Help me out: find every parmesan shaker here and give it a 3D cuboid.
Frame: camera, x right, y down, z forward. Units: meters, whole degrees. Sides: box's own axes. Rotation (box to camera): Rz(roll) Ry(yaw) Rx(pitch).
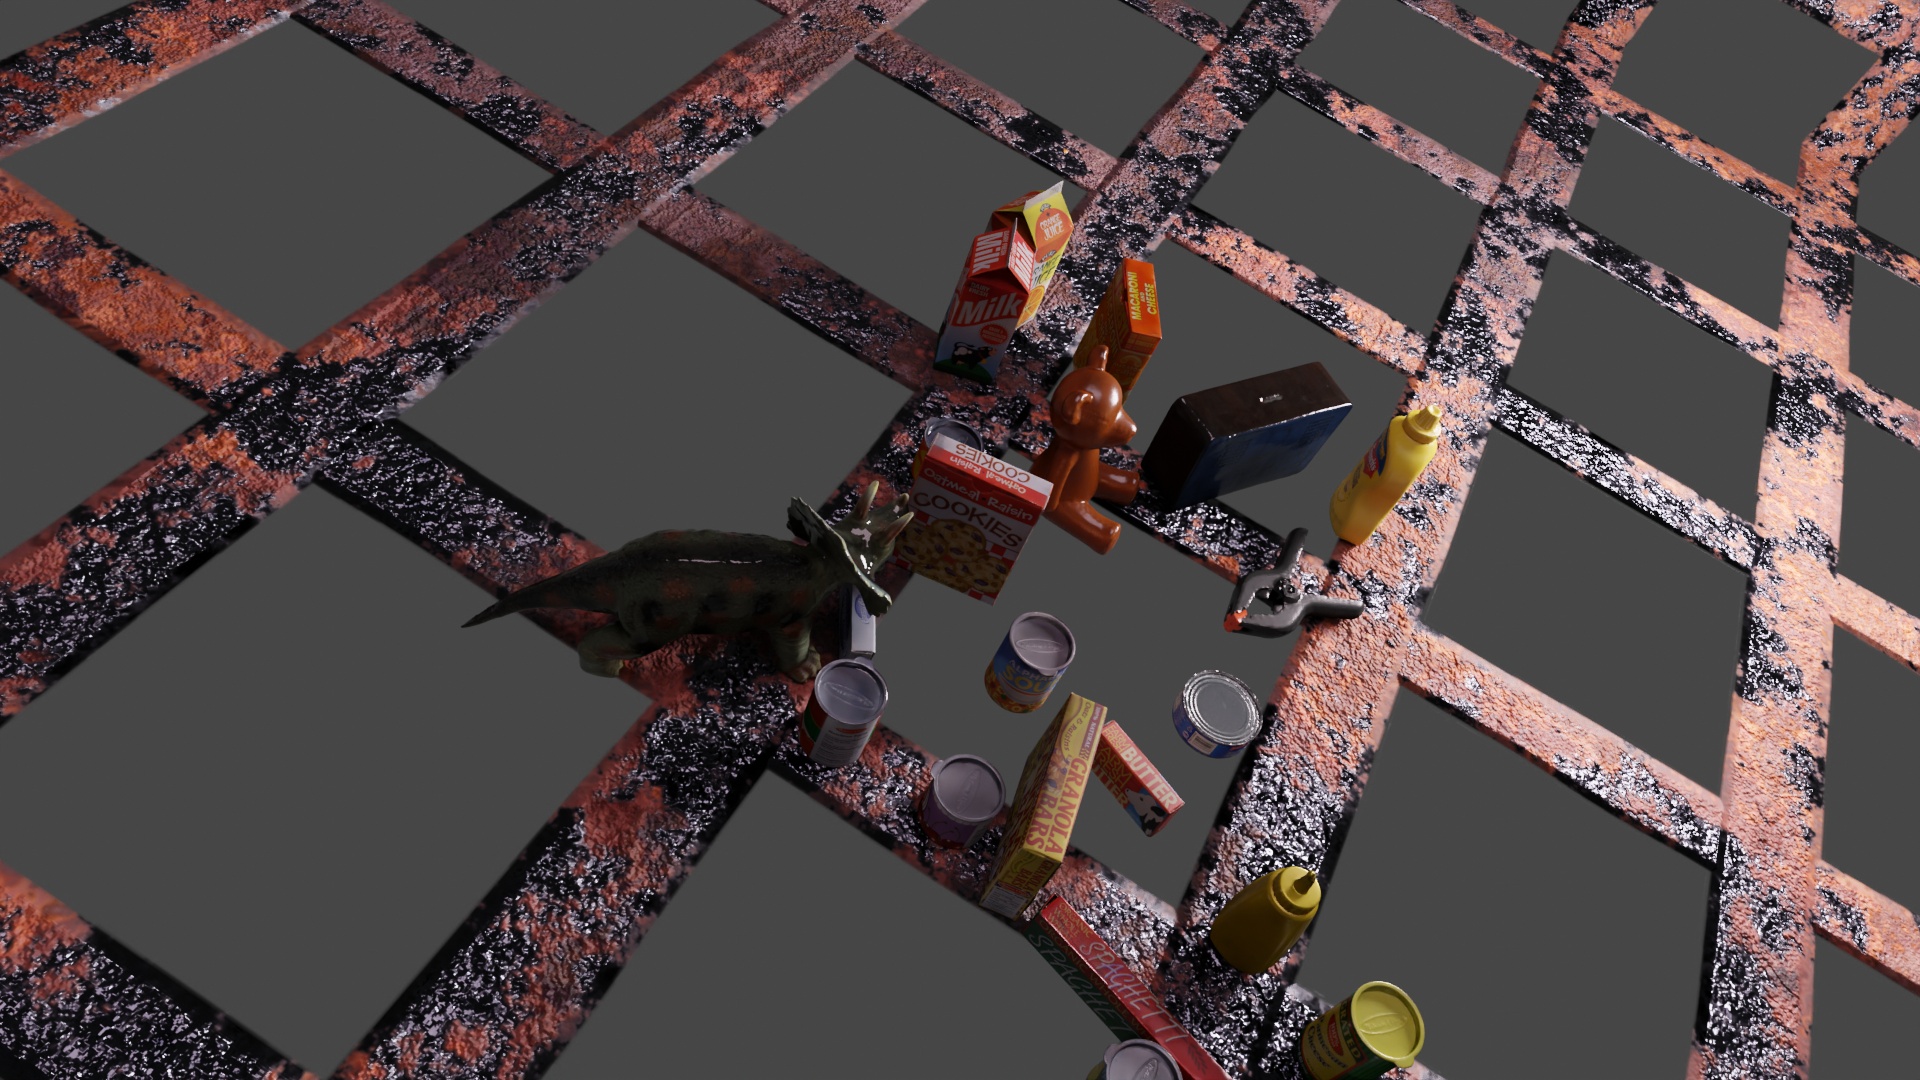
[{"bbox_3d":[0.338,0.428,1.180,0.071,0.102,0.072,10,51,-13],"label":"parmesan shaker"}]

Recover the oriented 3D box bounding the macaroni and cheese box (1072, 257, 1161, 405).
[{"bbox_3d":[0.176,-0.220,1.589,0.040,0.165,0.124,11,51,-13],"label":"macaroni and cheese box"}]

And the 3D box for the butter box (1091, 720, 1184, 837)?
[{"bbox_3d":[0.160,0.224,1.307,0.024,0.052,0.104,-26,66,-34],"label":"butter box"}]

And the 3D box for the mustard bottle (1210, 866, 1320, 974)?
[{"bbox_3d":[0.273,0.321,1.202,0.065,0.159,0.049,43,51,15],"label":"mustard bottle"}]

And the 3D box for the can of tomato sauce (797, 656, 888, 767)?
[{"bbox_3d":[-0.106,0.154,1.244,0.071,0.082,0.071,10,51,-13],"label":"can of tomato sauce"}]

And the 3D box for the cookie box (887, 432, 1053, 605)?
[{"bbox_3d":[0.005,-0.017,1.365,0.123,0.166,0.040,24,49,-2],"label":"cookie box"}]

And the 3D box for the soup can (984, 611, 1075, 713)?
[{"bbox_3d":[0.066,0.121,1.334,0.071,0.083,0.072,10,51,-13],"label":"soup can"}]

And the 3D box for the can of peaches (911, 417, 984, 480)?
[{"bbox_3d":[-0.016,-0.089,1.486,0.071,0.057,0.071,10,51,-13],"label":"can of peaches"}]

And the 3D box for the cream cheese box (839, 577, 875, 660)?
[{"bbox_3d":[-0.099,0.078,1.327,0.024,0.053,0.104,8,51,-15],"label":"cream cheese box"}]

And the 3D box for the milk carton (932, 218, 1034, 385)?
[{"bbox_3d":[0.031,-0.270,1.559,0.073,0.189,0.073,15,50,-9],"label":"milk carton"}]

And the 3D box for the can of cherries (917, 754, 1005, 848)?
[{"bbox_3d":[-0.002,0.231,1.238,0.071,0.058,0.072,10,51,-13],"label":"can of cherries"}]

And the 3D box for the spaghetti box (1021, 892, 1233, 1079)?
[{"bbox_3d":[0.151,0.404,1.164,0.250,0.050,0.029,45,52,16],"label":"spaghetti box"}]

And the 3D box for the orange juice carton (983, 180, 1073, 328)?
[{"bbox_3d":[0.068,-0.334,1.622,0.073,0.191,0.072,43,51,15],"label":"orange juice carton"}]

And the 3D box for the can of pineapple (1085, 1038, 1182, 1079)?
[{"bbox_3d":[0.137,0.443,1.123,0.071,0.057,0.071,10,51,-13],"label":"can of pineapple"}]

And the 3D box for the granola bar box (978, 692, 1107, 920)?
[{"bbox_3d":[0.074,0.234,1.221,0.039,0.123,0.166,24,49,-1],"label":"granola bar box"}]
